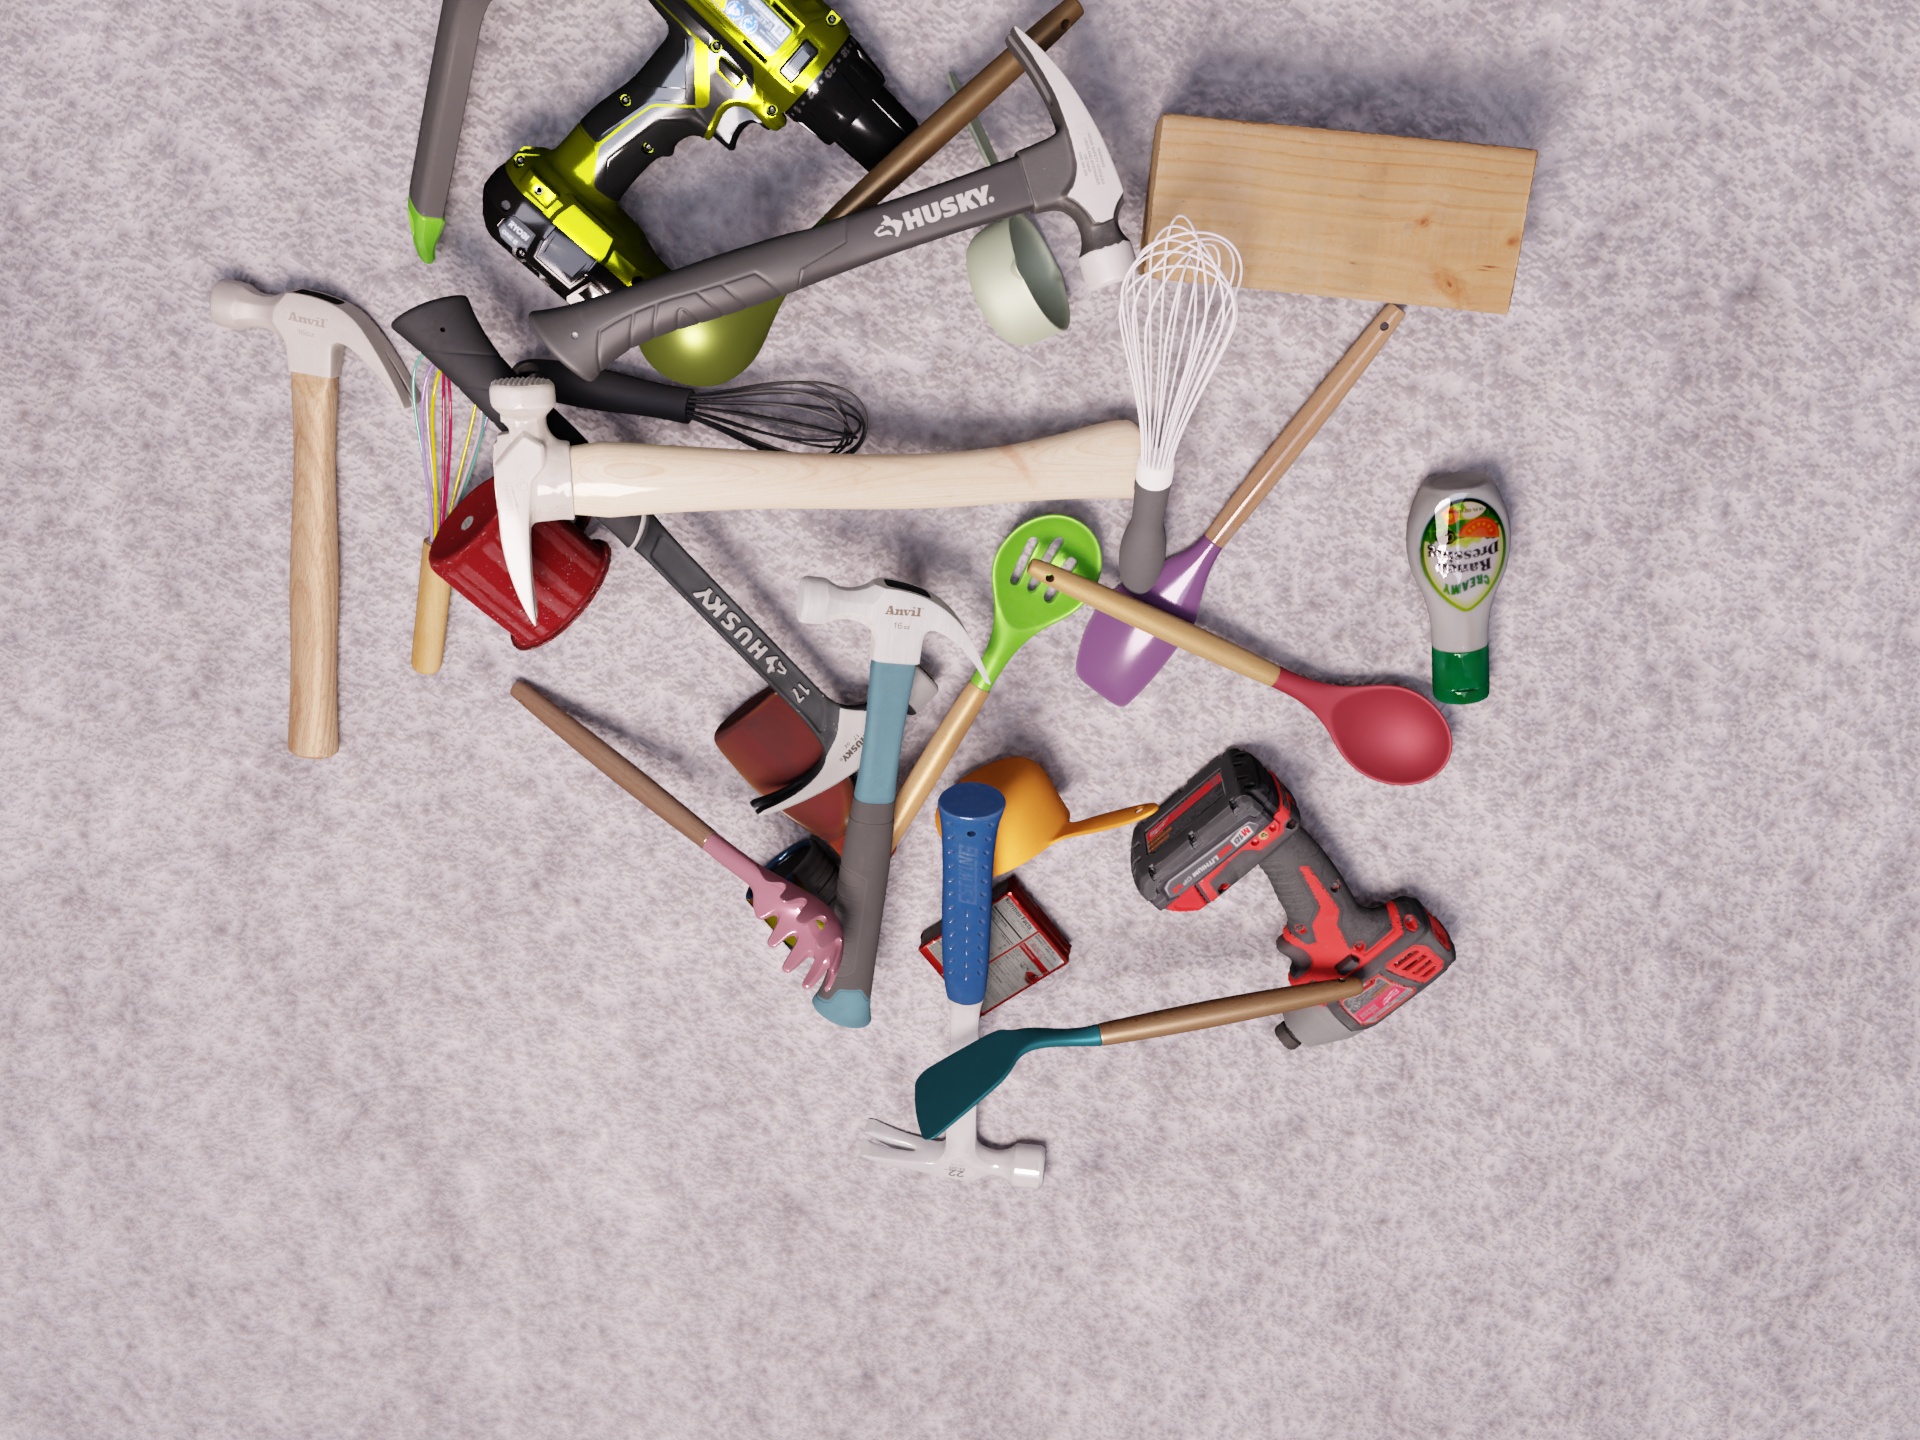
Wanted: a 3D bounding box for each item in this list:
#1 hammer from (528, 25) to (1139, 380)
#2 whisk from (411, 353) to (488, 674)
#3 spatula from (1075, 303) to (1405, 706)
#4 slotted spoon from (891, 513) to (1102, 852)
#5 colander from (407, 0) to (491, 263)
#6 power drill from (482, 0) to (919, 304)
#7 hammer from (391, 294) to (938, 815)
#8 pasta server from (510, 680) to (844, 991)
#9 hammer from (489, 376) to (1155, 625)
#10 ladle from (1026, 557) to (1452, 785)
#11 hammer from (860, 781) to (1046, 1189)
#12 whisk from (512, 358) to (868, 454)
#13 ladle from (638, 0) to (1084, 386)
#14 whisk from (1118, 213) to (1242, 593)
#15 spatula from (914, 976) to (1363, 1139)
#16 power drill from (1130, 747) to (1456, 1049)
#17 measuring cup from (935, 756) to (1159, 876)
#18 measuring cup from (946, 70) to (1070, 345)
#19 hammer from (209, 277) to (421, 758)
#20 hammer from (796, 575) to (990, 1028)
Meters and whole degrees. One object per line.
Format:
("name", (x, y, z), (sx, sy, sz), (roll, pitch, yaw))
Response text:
("hammer", (-0.076, -0.267, 0.885), (0.335, 0.035, 0.146), (-19, 102, -3))
("whisk", (-0.350, -0.139, 1.067), (0.051, 0.047, 0.244), (8, 119, -16))
("spatula", (0.179, -0.138, 1.034), (0.060, 0.018, 0.316), (38, 112, 0))
("slotted spoon", (-0.002, -0.003, 1.082), (0.070, 0.031, 0.313), (28, 105, -12))
("colander", (-0.239, -0.434, 0.904), (0.094, 0.205, 0.396), (-1, 137, -32))
("power drill", (-0.153, -0.338, 0.947), (0.190, 0.080, 0.228), (40, 108, -21))
("hammer", (-0.196, -0.107, 1.015), (0.149, 0.036, 0.408), (-45, 112, -4))
("pasta server", (-0.197, 0.070, 1.086), (0.316, 0.040, 0.060), (36, 139, 14))
("hammer", (-0.075, -0.140, 0.987), (0.410, 0.038, 0.146), (-3, 109, -11))
("ladle", (0.186, -0.038, 1.057), (0.315, 0.031, 0.069), (24, 113, -11))
("hammer", (-0.003, 0.203, 1.128), (0.144, 0.035, 0.405), (5, 131, 5))
("whisk", (-0.175, -0.206, 1.024), (0.239, 0.055, 0.055), (11, 114, 5))
("ladle", (-0.060, -0.310, 0.924), (0.320, 0.062, 0.078), (-41, 139, 5))
("whisk", (0.119, -0.173, 0.943), (0.070, 0.070, 0.284), (5, 144, 3))
("spatula", (0.122, 0.219, 1.090), (0.317, 0.082, 0.044), (-10, 108, -3))
("power drill", (0.227, 0.137, 1.119), (0.219, 0.079, 0.143), (42, 110, -16))
("measuring cup", (0.055, 0.055, 1.067), (0.173, 0.095, 0.052), (-16, 111, 44))
("measuring cup", (0.015, -0.305, 0.959), (0.038, 0.083, 0.167), (-22, 94, 25))
("hammer", (-0.439, -0.125, 1.088), (0.130, 0.031, 0.331), (11, 114, 1))
("hammer", (-0.061, 0.063, 1.067), (0.128, 0.033, 0.330), (3, 114, -14))
